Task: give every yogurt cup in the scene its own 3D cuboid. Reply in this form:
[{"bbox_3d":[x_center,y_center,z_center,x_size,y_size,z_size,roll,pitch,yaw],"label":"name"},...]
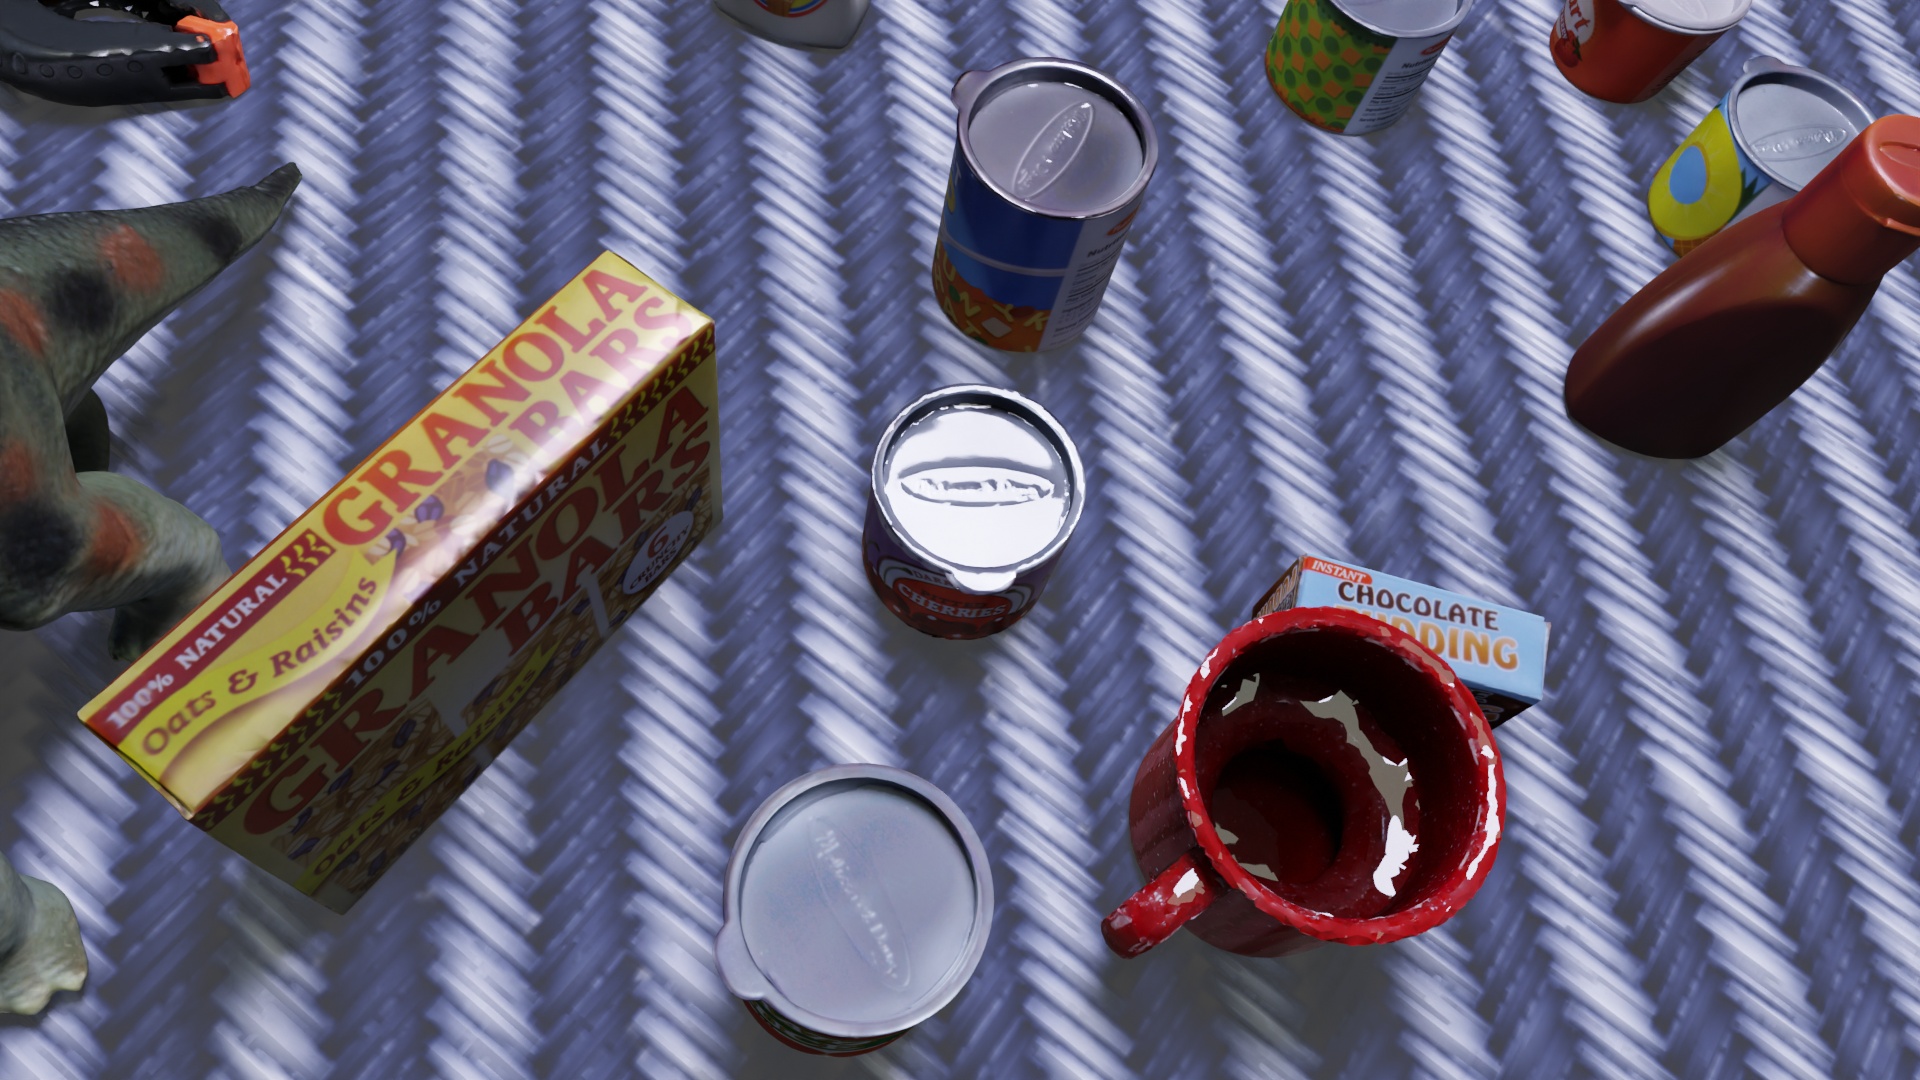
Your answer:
[{"bbox_3d":[0.290,-0.225,0.592,0.072,0.053,0.072,3,65,-7],"label":"yogurt cup"}]

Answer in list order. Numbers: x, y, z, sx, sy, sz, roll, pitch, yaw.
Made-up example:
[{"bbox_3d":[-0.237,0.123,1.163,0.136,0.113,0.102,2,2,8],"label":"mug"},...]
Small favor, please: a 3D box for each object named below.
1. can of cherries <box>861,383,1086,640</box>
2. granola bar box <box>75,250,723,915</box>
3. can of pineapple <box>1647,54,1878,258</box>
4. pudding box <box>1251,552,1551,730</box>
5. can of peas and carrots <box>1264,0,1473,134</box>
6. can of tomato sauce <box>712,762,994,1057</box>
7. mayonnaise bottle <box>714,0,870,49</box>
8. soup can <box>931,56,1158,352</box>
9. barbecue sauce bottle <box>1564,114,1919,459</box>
[{"bbox_3d":[0.002,-0.006,0.445,0.071,0.058,0.072,3,65,-7],"label":"can of cherries"},{"bbox_3d":[-0.135,0.015,0.379,0.039,0.123,0.166,37,66,8],"label":"granola bar box"},{"bbox_3d":[0.323,-0.148,0.560,0.071,0.057,0.071,3,65,-7],"label":"can of pineapple"},{"bbox_3d":[0.141,0.035,0.453,0.084,0.049,0.030,16,65,-1],"label":"pudding box"},{"bbox_3d":[0.162,-0.211,0.564,0.071,0.058,0.071,3,65,-7],"label":"can of peas and carrots"},{"bbox_3d":[-0.031,0.105,0.376,0.071,0.082,0.071,3,65,-7],"label":"can of tomato sauce"},{"bbox_3d":[-0.059,-0.245,0.497,0.065,0.147,0.041,18,65,0],"label":"mayonnaise bottle"},{"bbox_3d":[0.024,-0.116,0.486,0.071,0.083,0.071,3,65,-7],"label":"soup can"},{"bbox_3d":[0.271,-0.080,0.471,0.065,0.148,0.044,17,65,-1],"label":"barbecue sauce bottle"}]
